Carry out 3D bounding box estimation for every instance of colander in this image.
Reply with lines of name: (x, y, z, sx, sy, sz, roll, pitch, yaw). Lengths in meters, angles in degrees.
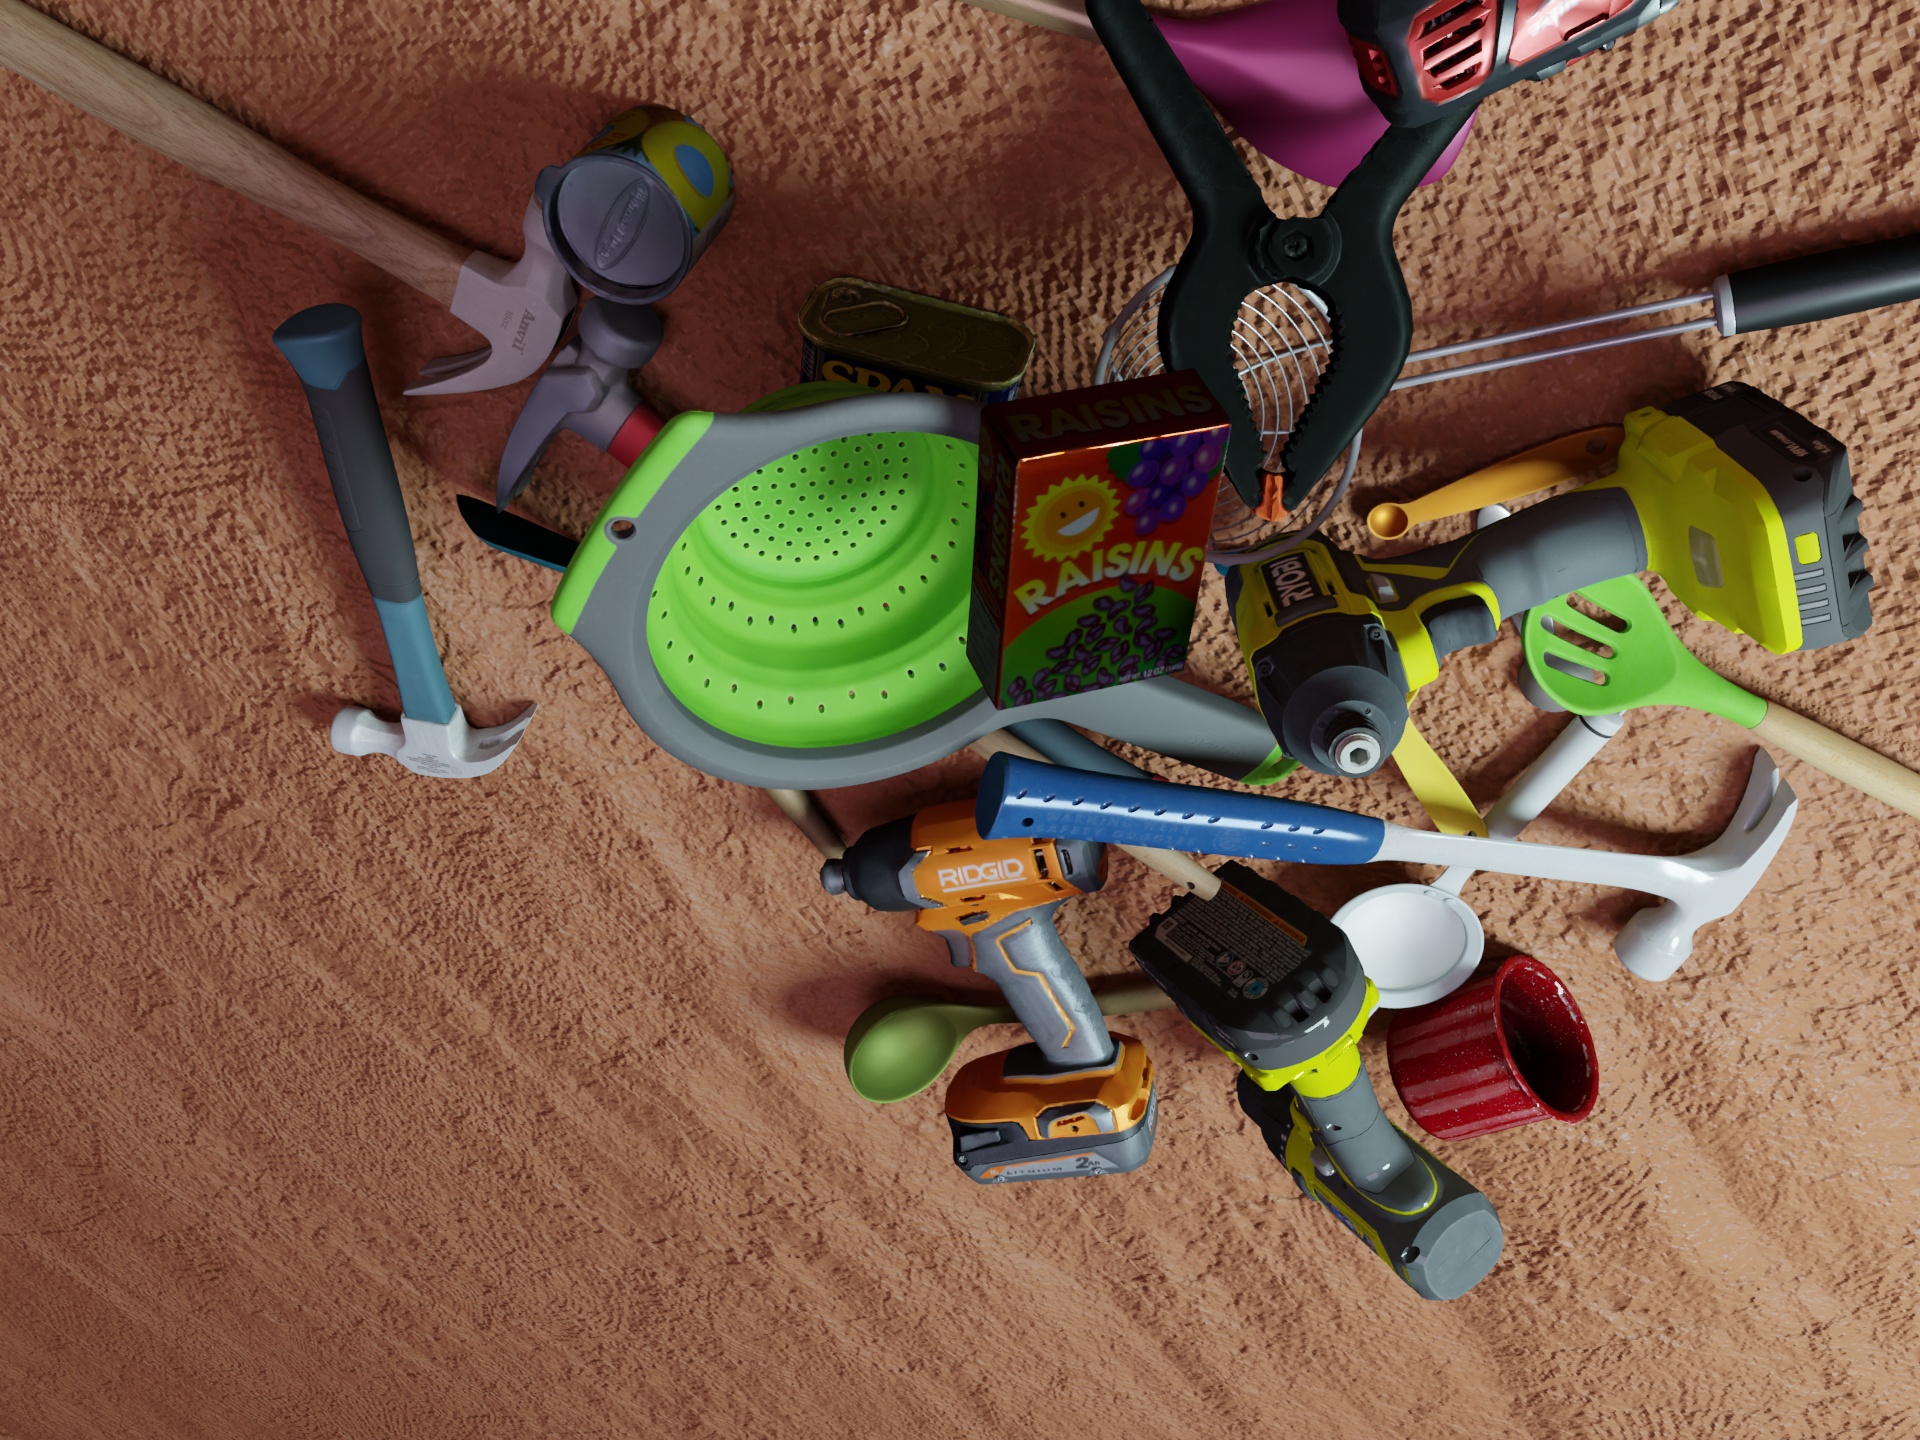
colander: (0.010, -0.052, 0.711, 0.396, 0.095, 0.204, 18, 125, -37)

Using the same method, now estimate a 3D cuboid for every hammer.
hammer: (-0.054, -0.046, 0.808, 0.386, 0.038, 0.143, 37, 131, -10)
hammer: (0.207, 0.054, 0.755, 0.405, 0.035, 0.144, 8, 132, -16)
hammer: (-0.334, -0.257, 0.730, 0.331, 0.031, 0.130, 28, 132, -8)
hammer: (-0.307, -0.080, 0.853, 0.128, 0.033, 0.330, 12, 140, 5)

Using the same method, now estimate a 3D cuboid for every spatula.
spatula: (-0.001, -0.003, 0.784, 0.316, 0.018, 0.059, 34, 134, -6)
spatula: (-0.154, -0.011, 0.882, 0.044, 0.082, 0.317, -39, 122, -4)

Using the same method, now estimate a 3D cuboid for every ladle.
ladle: (0.073, 0.187, 0.983, 0.320, 0.062, 0.078, -12, 134, 22)

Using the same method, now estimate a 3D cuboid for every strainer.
strainer: (0.269, 0.071, 0.833, 0.087, 0.050, 0.258, 24, 127, -9)

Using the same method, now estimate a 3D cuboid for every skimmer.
skimmer: (0.233, -0.146, 0.617, 0.363, 0.090, 0.127, -8, 100, 21)

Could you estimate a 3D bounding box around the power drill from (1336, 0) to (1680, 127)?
power drill: (0.183, -0.319, 0.479, 0.188, 0.080, 0.226, -25, 122, 11)

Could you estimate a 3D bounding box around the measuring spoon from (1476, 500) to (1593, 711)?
measuring spoon: (0.265, -0.049, 0.742, 0.034, 0.018, 0.124, -16, 123, 28)

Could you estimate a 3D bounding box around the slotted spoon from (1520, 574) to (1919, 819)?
slotted spoon: (0.391, 0.009, 0.744, 0.313, 0.031, 0.070, 24, 88, -10)

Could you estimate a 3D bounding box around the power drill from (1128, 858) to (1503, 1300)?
power drill: (0.182, 0.188, 0.860, 0.080, 0.191, 0.228, -38, 119, -10)

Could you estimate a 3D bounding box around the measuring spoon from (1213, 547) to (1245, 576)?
measuring spoon: (0.181, -0.066, 0.739, 0.128, 0.042, 0.021, 12, 166, 15)

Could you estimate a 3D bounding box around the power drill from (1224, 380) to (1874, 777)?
power drill: (0.223, -0.049, 0.631, 0.223, 0.171, 0.080, -18, 114, 11)

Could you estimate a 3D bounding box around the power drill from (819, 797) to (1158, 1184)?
power drill: (0.019, 0.151, 0.915, 0.164, 0.084, 0.226, -10, 109, 16)

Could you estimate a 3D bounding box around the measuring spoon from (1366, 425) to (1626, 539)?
measuring spoon: (0.238, -0.107, 0.707, 0.117, 0.011, 0.021, -19, 120, 25)

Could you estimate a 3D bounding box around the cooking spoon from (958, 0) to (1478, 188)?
cooking spoon: (0.043, -0.272, 0.612, 0.319, 0.017, 0.068, 18, 132, 0)

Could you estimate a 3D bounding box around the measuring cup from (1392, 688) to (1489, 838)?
measuring cup: (0.223, 0.006, 0.788, 0.062, 0.029, 0.156, -24, 116, 32)
